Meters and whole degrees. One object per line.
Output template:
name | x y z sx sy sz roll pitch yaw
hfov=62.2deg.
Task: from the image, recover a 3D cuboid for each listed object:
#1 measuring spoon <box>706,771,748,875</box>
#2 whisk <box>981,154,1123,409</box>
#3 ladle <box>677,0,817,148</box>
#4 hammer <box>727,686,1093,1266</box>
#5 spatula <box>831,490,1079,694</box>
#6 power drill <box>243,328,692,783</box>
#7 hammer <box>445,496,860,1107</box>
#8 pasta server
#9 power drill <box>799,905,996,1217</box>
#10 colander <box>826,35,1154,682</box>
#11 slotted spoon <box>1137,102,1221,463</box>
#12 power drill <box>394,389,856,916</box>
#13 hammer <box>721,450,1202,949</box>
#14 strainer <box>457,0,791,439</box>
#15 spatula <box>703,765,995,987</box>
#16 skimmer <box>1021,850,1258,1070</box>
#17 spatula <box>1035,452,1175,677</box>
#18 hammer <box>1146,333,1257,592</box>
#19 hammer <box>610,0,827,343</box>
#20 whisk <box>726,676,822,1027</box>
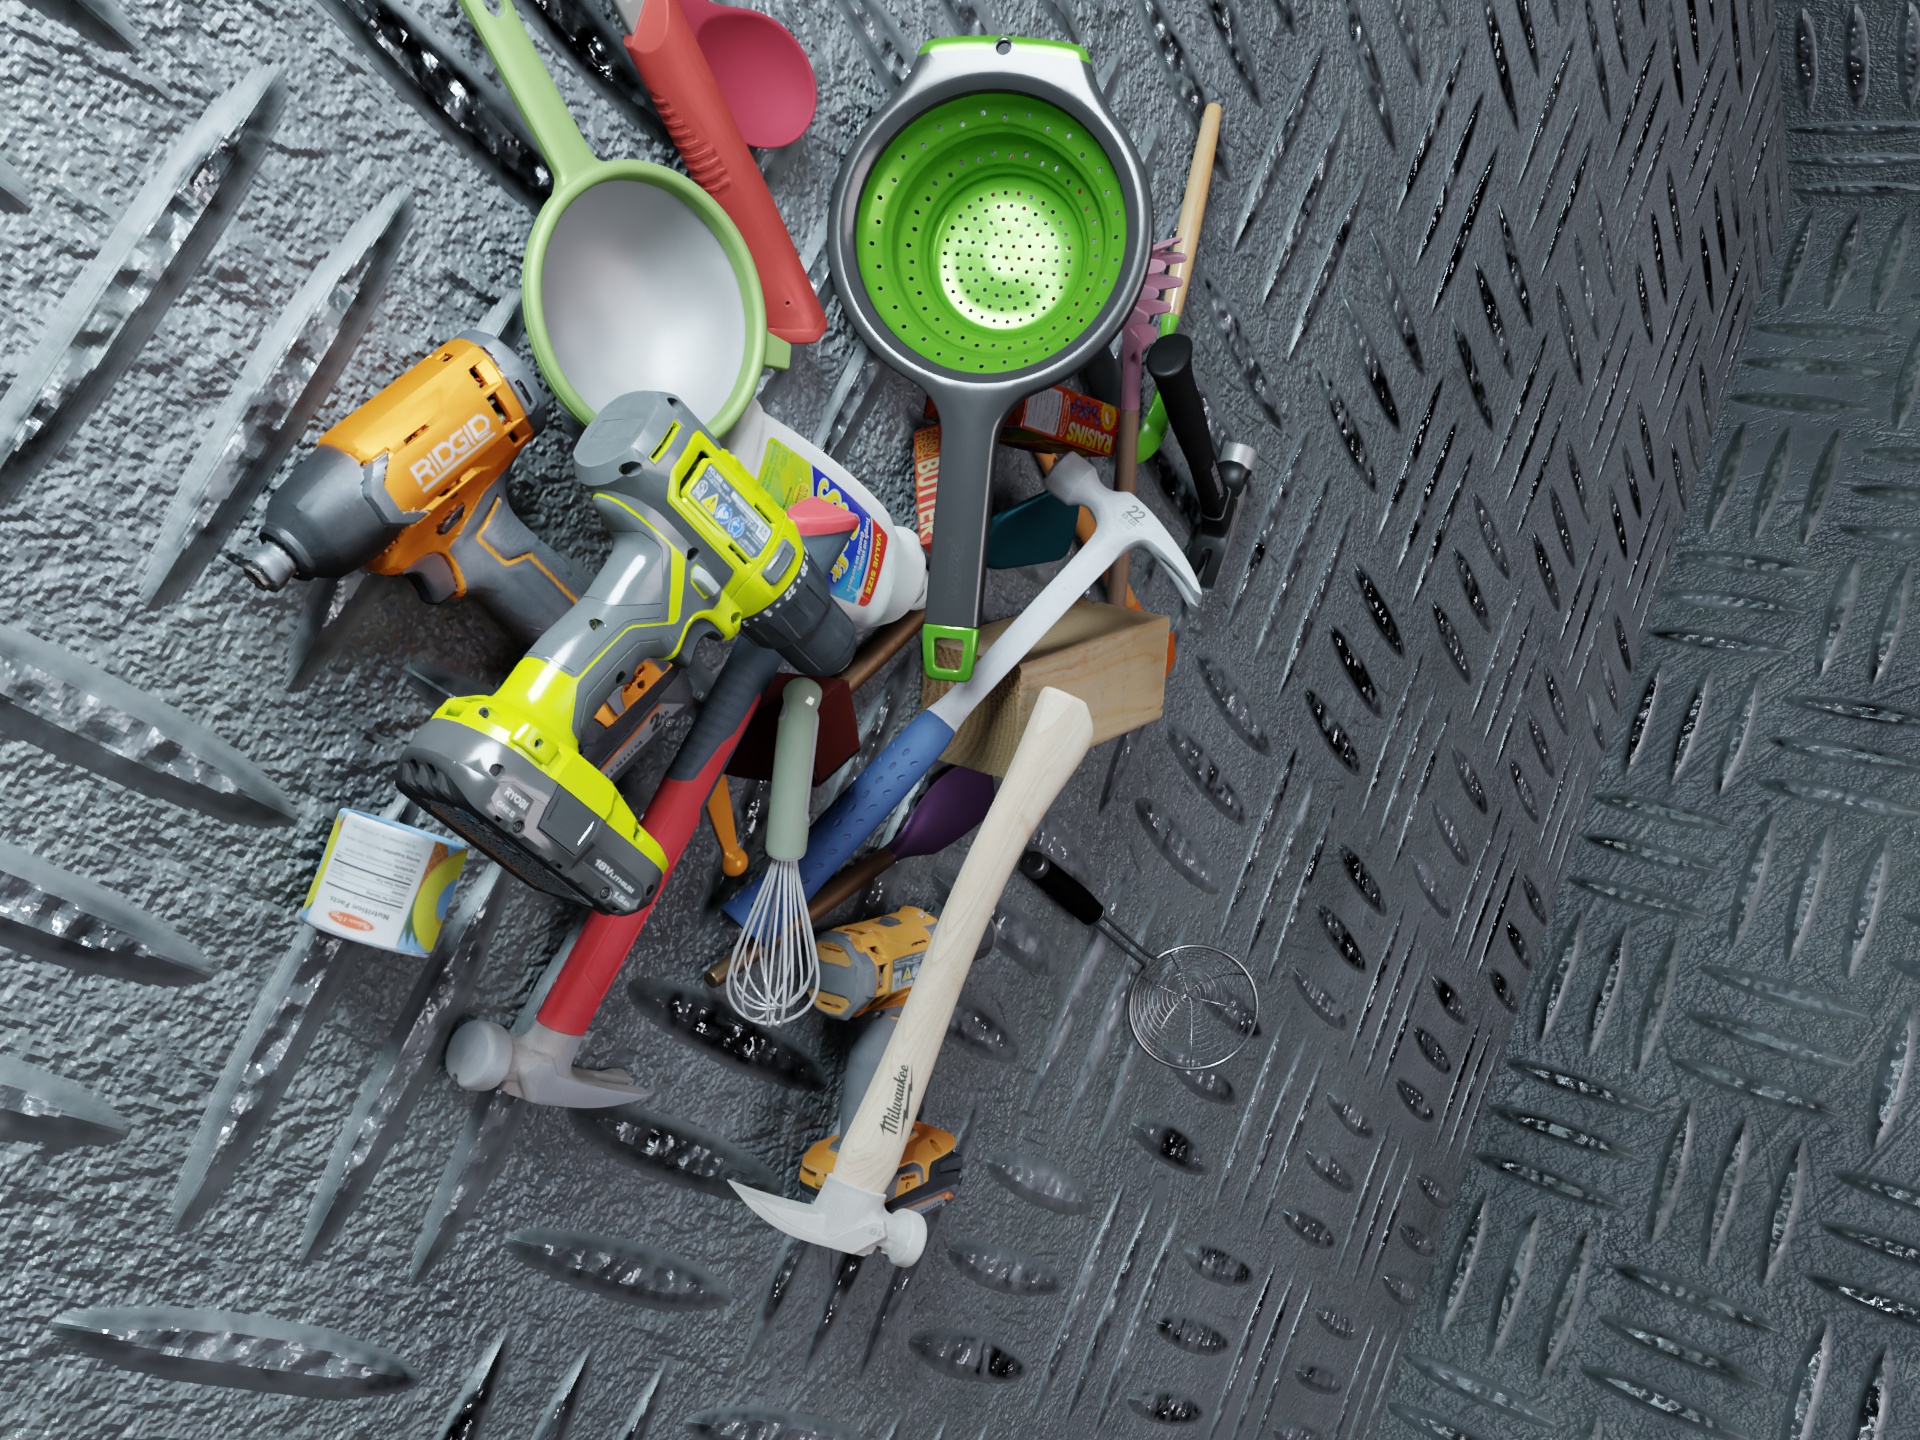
measuring spoon | -0.153 0.052 1.020 0.021 0.011 0.116 -38 130 -41
whisk | 0.083 -0.311 1.186 0.073 0.073 0.295 -64 150 -17
ladle | -0.183 -0.401 0.812 0.315 0.031 0.069 30 87 -52
hammer | -0.016 0.165 1.097 0.146 0.038 0.411 26 84 -27
spatula | -0.021 -0.072 1.132 0.317 0.044 0.082 -46 158 -33
power drill | -0.245 -0.057 0.802 0.164 0.084 0.226 -49 133 -30
hammer | -0.154 0.050 0.938 0.143 0.038 0.386 30 88 -55
pasta server | 0.139 -0.217 1.251 0.060 0.040 0.316 -41 138 -57
power drill | -0.041 0.250 1.188 0.185 0.084 0.226 -8 103 -53
colander | 0.016 -0.225 1.031 0.094 0.204 0.397 -30 126 -79
slotted spoon | 0.180 -0.360 1.317 0.070 0.031 0.314 100 2 -87
power drill | -0.153 -0.022 0.796 0.190 0.080 0.229 48 61 -40
hammer | -0.002 -0.003 1.082 0.405 0.144 0.035 -47 167 -13
strainer | -0.200 -0.254 0.816 0.151 0.069 0.256 -46 122 -35
spatula | -0.069 0.107 1.148 0.316 0.018 0.059 -33 124 -44
skimmer | 0.161 0.217 1.442 0.127 0.090 0.362 -41 139 5
spatula | 0.125 -0.115 1.338 0.081 0.041 0.322 -58 137 -23
hammer | 0.194 -0.220 1.314 0.334 0.035 0.146 42 65 -68
hammer | -0.144 -0.349 0.841 0.149 0.037 0.358 -39 139 -9
whisk | -0.106 0.086 0.965 0.059 0.058 0.246 3 117 -12
